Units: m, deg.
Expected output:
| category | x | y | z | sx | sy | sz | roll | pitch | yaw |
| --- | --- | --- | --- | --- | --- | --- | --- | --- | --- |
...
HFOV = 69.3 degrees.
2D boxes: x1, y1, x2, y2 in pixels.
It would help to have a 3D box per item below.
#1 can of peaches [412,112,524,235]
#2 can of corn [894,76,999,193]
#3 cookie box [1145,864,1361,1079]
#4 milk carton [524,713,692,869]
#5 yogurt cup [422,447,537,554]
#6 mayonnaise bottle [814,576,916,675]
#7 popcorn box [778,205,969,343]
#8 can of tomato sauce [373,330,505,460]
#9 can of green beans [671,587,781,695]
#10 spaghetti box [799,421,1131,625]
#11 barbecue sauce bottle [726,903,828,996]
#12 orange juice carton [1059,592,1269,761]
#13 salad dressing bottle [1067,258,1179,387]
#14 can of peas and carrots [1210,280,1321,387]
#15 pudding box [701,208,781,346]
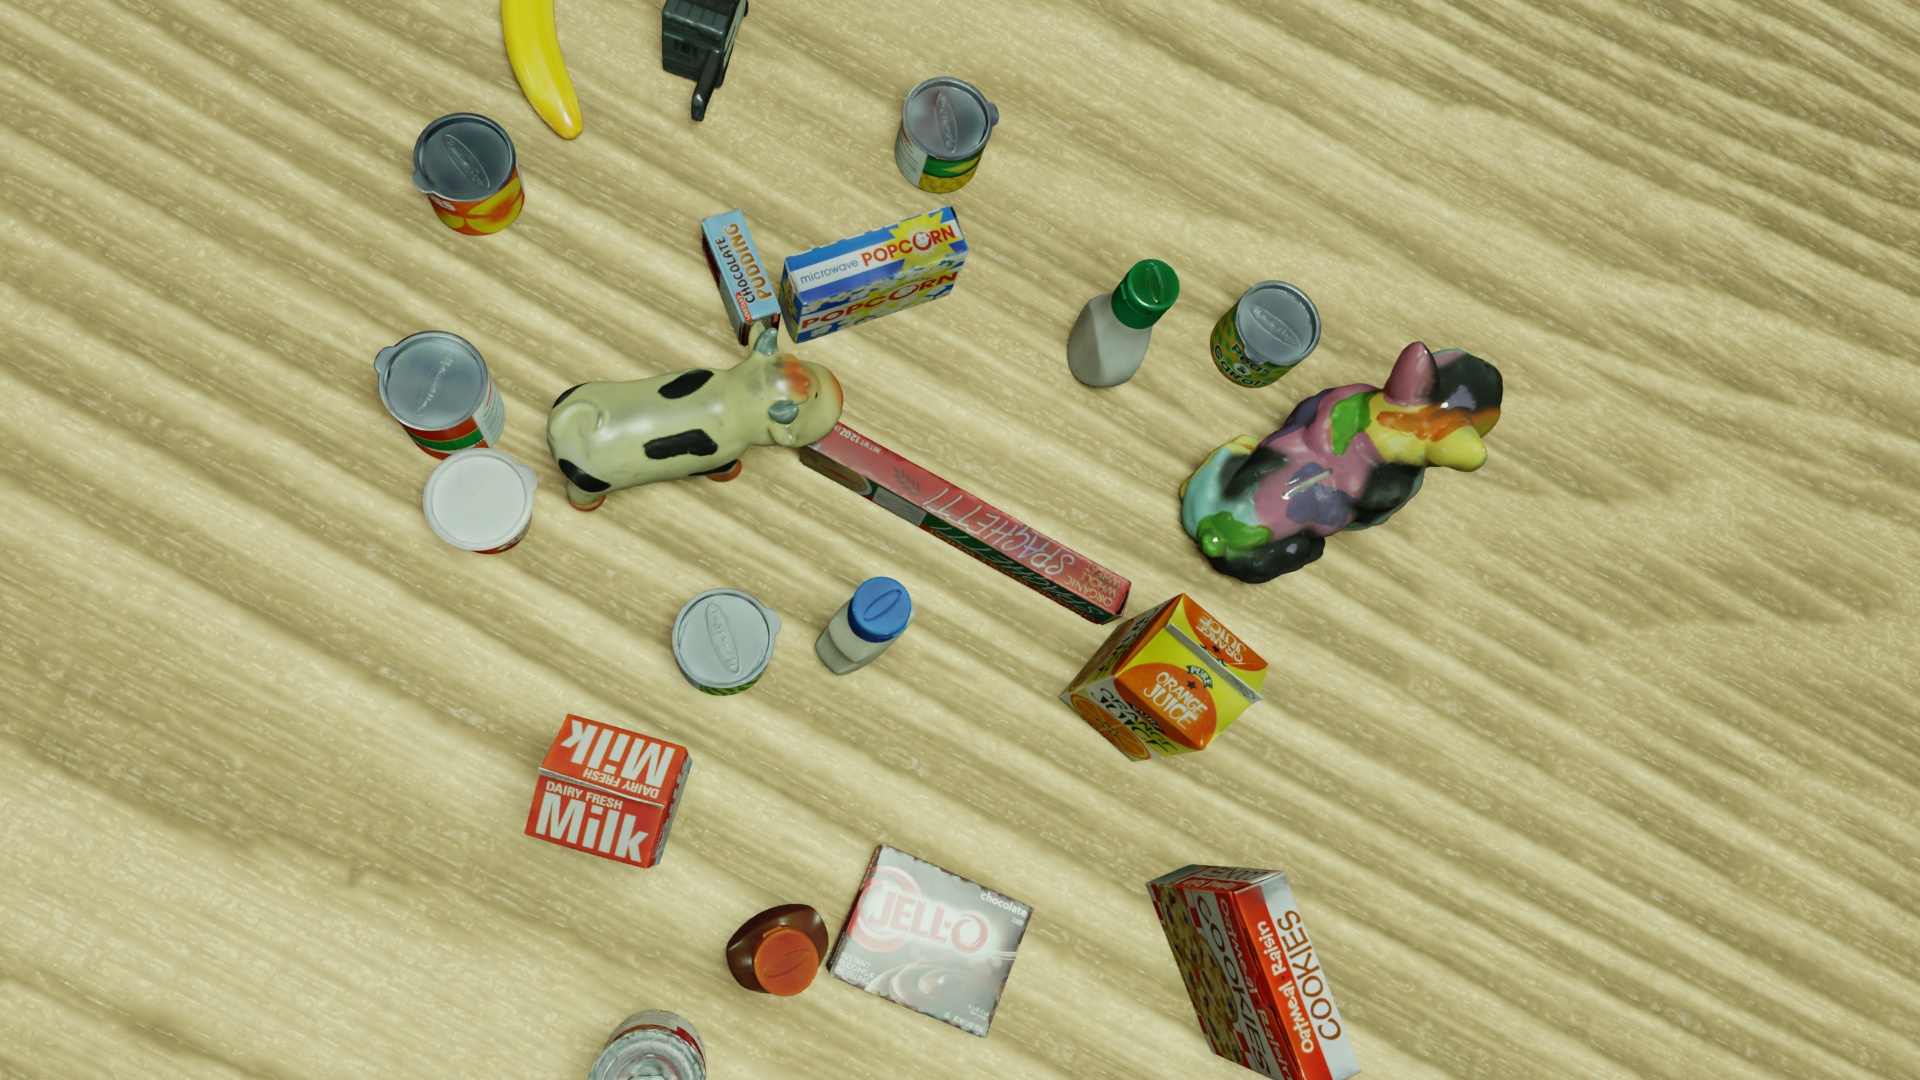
| category | x | y | z | sx | sy | sz | roll | pitch | yaw |
| --- | --- | --- | --- | --- | --- | --- | --- | --- | --- |
| can of peaches | -0.341 | -0.251 | 0.962 | 0.071 | 0.058 | 0.071 | 2 | 78 | -10 |
| can of corn | -0.011 | -0.300 | 1.032 | 0.071 | 0.058 | 0.071 | 2 | 78 | -10 |
| cookie box | 0.180 | 0.273 | 0.883 | 0.040 | 0.167 | 0.123 | -19 | 82 | -13 |
| milk carton | -0.207 | 0.151 | 0.829 | 0.072 | 0.190 | 0.073 | 18 | 76 | -6 |
| yogurt cup | -0.315 | -0.022 | 0.918 | 0.072 | 0.054 | 0.072 | 2 | 78 | -10 |
| mayonnaise bottle | -0.059 | 0.053 | 0.899 | 0.065 | 0.147 | 0.041 | -38 | 87 | -15 |
| popcorn box | -0.063 | -0.187 | 0.983 | 0.127 | 0.085 | 0.038 | -21 | 83 | -14 |
| can of tomato sauce | -0.341 | -0.093 | 0.914 | 0.071 | 0.083 | 0.071 | 2 | 78 | -10 |
| can of green beans | -0.158 | 0.069 | 0.924 | 0.071 | 0.057 | 0.071 | 2 | 78 | -10 |
| spaghetti box | 0.003 | -0.012 | 0.975 | 0.250 | 0.050 | 0.029 | 29 | 75 | -3 |
| barbecue sauce bottle | -0.110 | 0.250 | 0.846 | 0.065 | 0.148 | 0.043 | -23 | 83 | -14 |
| orange juice carton | 0.134 | 0.090 | 0.902 | 0.072 | 0.192 | 0.073 | 41 | 75 | 0 |
| salad dressing bottle | 0.114 | -0.152 | 0.975 | 0.044 | 0.147 | 0.064 | -8 | 80 | -12 |
| can of peas and carrots | 0.226 | -0.152 | 1.041 | 0.071 | 0.058 | 0.071 | 2 | 78 | -10 |
| pudding box | -0.156 | -0.186 | 0.985 | 0.030 | 0.049 | 0.084 | -21 | 82 | -14 |
